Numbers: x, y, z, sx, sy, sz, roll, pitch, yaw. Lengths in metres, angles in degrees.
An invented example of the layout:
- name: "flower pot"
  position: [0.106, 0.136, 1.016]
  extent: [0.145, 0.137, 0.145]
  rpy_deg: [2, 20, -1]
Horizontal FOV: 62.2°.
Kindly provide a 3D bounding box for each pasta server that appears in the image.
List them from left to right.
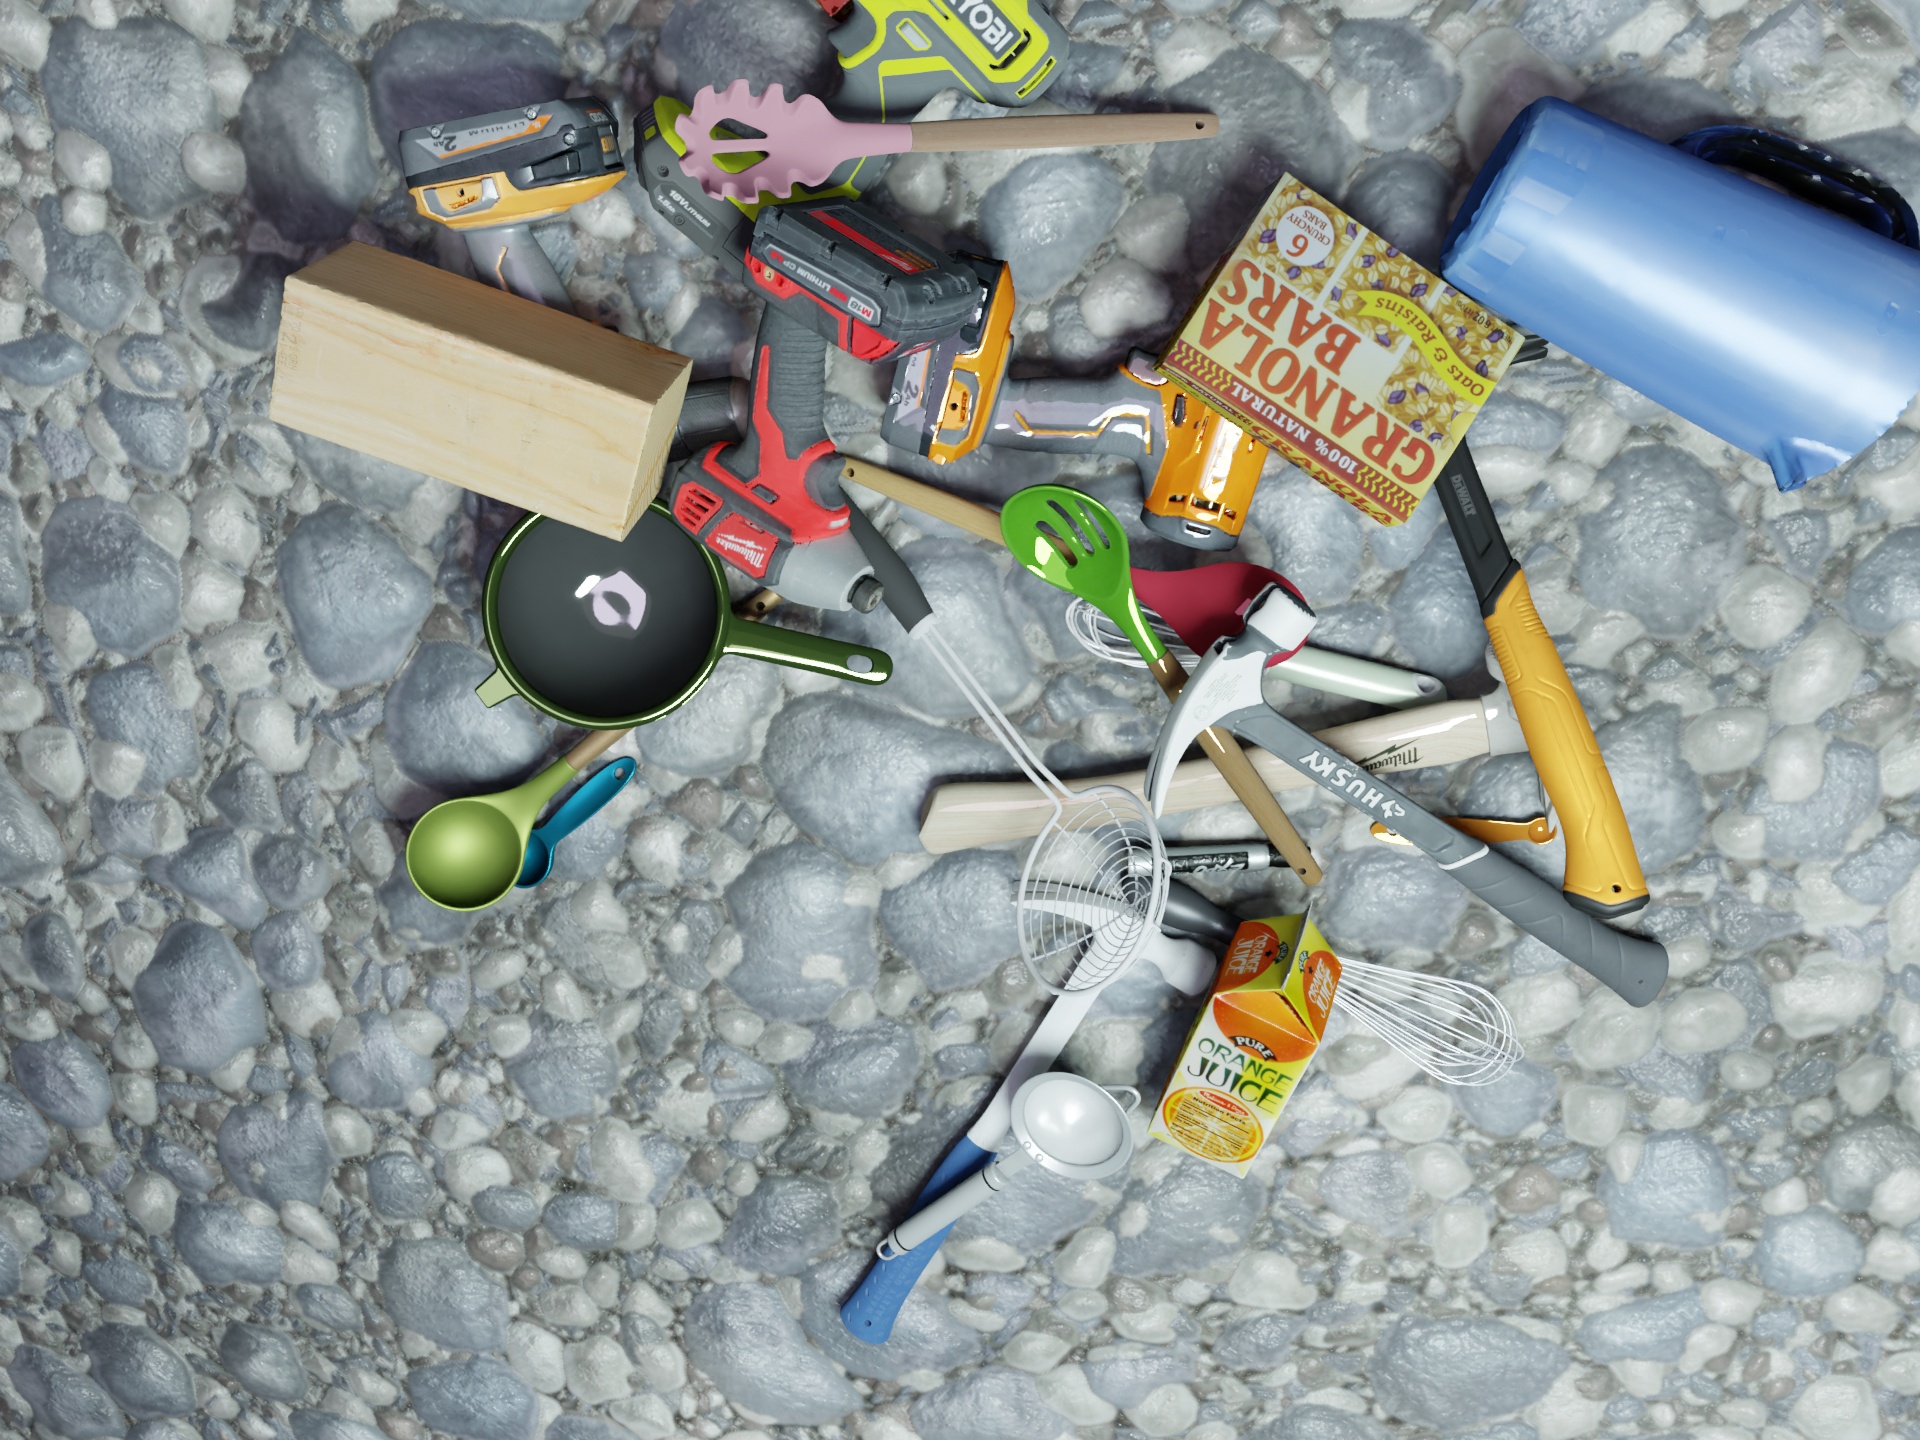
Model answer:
- name: "pasta server"
  position: [0.000, -0.320, 0.868]
  extent: [0.316, 0.040, 0.060]
  rpy_deg: [-8, 109, -17]

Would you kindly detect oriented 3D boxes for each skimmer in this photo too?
- name: "skimmer"
  position: [-0.002, -0.003, 0.964]
  extent: [0.363, 0.090, 0.127]
  rpy_deg: [53, 127, 7]

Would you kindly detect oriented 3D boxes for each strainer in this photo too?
- name: "strainer"
  position: [-0.171, -0.060, 1.016]
  extent: [0.256, 0.069, 0.151]
  rpy_deg: [12, 91, -11]
- name: "strainer"
  position: [0.030, 0.309, 1.103]
  extent: [0.258, 0.050, 0.087]
  rpy_deg: [-40, 94, 23]

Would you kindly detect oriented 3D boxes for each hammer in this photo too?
- name: "hammer"
  position: [0.016, 0.290, 1.138]
  extent: [0.144, 0.035, 0.405]
  rpy_deg: [29, 110, -3]
- name: "hammer"
  position: [0.173, 0.043, 1.024]
  extent: [0.410, 0.038, 0.146]
  rpy_deg: [-11, 129, 16]
- name: "hammer"
  position: [0.290, 0.078, 0.971]
  extent: [0.408, 0.036, 0.149]
  rpy_deg: [32, 109, -21]
- name: "hammer"
  position: [0.323, -0.054, 0.902]
  extent: [0.127, 0.034, 0.337]
  rpy_deg: [-18, 76, 12]

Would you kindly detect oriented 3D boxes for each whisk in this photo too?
- name: "whisk"
  position: [0.186, -0.041, 1.003]
  extent: [0.246, 0.058, 0.059]
  rpy_deg: [14, 144, 0]
- name: "whisk"
  position: [0.238, 0.166, 1.060]
  extent: [0.284, 0.070, 0.070]
  rpy_deg: [24, 110, 5]

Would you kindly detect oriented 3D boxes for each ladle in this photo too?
- name: "ladle"
  position: [-0.243, 0.016, 1.061]
  extent: [0.320, 0.062, 0.078]
  rpy_deg: [-38, 103, 11]
- name: "ladle"
  position: [0.060, -0.104, 0.969]
  extent: [0.315, 0.031, 0.069]
  rpy_deg: [23, 120, 15]

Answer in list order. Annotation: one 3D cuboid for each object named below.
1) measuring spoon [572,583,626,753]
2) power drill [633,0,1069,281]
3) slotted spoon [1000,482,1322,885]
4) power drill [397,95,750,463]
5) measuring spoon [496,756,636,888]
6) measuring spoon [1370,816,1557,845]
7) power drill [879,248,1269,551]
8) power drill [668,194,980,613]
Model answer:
- name: "measuring spoon"
  position: [-0.239, -0.036, 1.077]
  extent: [0.034, 0.018, 0.124]
  rpy_deg: [-2, 115, -4]
- name: "power drill"
  position: [-0.072, -0.356, 0.885]
  extent: [0.223, 0.080, 0.171]
  rpy_deg: [-41, 130, 19]
- name: "slotted spoon"
  position: [0.130, -0.018, 0.953]
  extent: [0.070, 0.031, 0.313]
  rpy_deg: [-25, 111, 38]
- name: "power drill"
  position: [-0.225, -0.255, 0.966]
  extent: [0.185, 0.084, 0.226]
  rpy_deg: [-7, 112, 10]
- name: "measuring spoon"
  position: [-0.271, 0.069, 1.115]
  extent: [0.128, 0.021, 0.042]
  rpy_deg: [-41, 81, 9]
- name: "measuring spoon"
  position: [0.327, 0.070, 1.038]
  extent: [0.117, 0.011, 0.021]
  rpy_deg: [-1, 113, 12]
- name: "power drill"
  position: [0.080, -0.206, 0.941]
  extent: [0.226, 0.084, 0.164]
  rpy_deg: [16, 109, -2]
- name: "power drill"
  position: [-0.079, -0.169, 0.901]
  extent: [0.143, 0.078, 0.219]
  rpy_deg: [35, 125, 16]
